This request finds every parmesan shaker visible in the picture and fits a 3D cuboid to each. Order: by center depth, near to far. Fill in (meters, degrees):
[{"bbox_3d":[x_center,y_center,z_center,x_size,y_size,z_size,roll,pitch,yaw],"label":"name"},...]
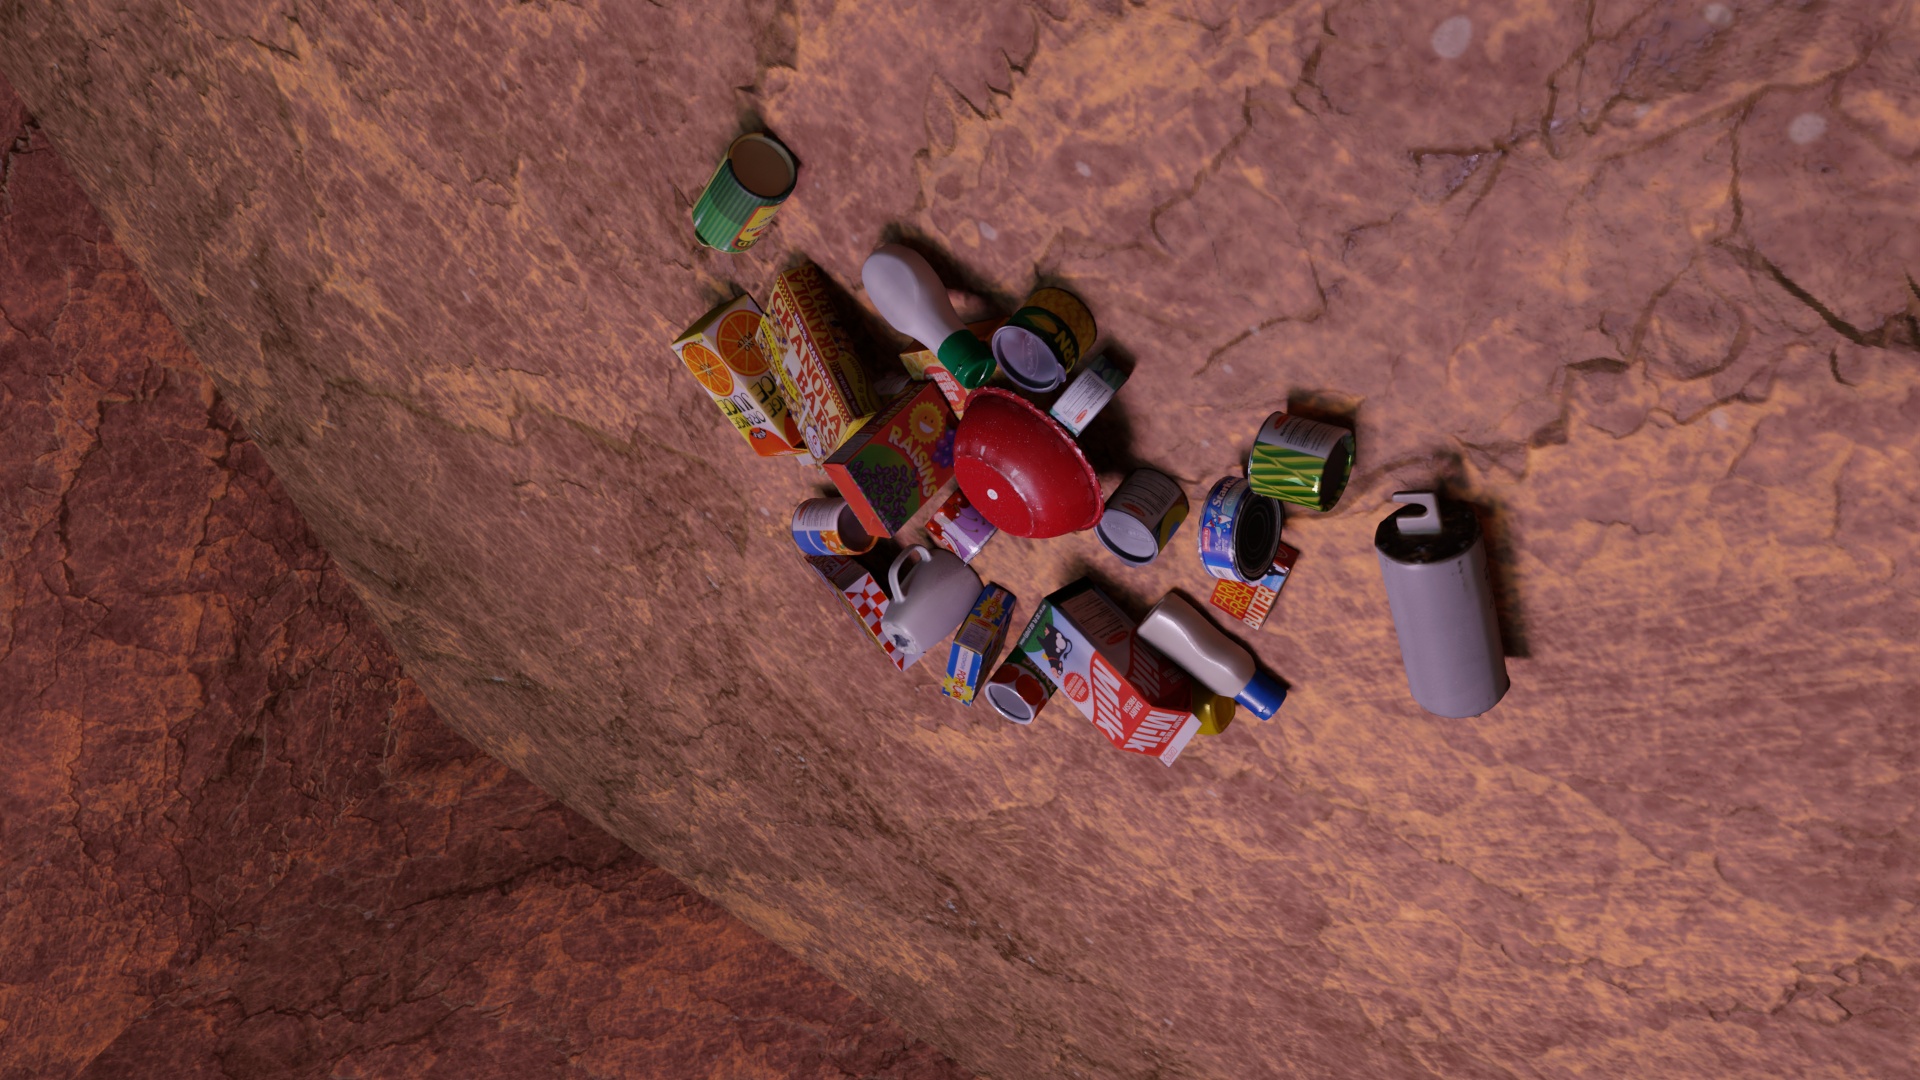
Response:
[{"bbox_3d":[-0.195,-0.307,1.240,0.071,0.071,0.102,46,149,-8],"label":"parmesan shaker"}]

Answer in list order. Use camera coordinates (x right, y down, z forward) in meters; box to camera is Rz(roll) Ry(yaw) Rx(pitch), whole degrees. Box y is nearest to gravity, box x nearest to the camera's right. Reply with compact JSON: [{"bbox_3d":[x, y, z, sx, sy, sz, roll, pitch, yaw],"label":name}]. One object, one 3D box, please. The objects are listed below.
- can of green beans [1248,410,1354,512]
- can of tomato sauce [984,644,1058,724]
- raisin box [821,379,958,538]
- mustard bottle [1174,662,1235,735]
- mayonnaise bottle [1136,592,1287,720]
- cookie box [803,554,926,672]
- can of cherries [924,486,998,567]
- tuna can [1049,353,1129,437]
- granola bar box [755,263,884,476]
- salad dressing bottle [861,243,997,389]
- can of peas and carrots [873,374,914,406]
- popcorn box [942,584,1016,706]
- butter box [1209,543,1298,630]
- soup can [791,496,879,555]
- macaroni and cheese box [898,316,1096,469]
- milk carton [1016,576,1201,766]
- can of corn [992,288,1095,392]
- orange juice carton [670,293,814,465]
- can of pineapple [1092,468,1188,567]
[{"bbox_3d":[0.259,-0.060,1.054,0.058,0.071,0.071,19,143,32],"label":"can of green beans"},{"bbox_3d":[0.076,0.149,1.517,0.071,0.083,0.070,29,148,20],"label":"can of tomato sauce"},{"bbox_3d":[-0.054,-0.074,1.252,0.040,0.124,0.086,4,133,52],"label":"raisin box"},{"bbox_3d":[0.200,0.152,1.415,0.160,0.049,0.065,11,134,40],"label":"mustard bottle"},{"bbox_3d":[0.242,0.113,1.326,0.148,0.041,0.064,38,150,3],"label":"mayonnaise bottle"},{"bbox_3d":[-0.112,0.072,1.614,0.122,0.040,0.167,56,170,-23],"label":"cookie box"},{"bbox_3d":[0.005,-0.017,1.393,0.058,0.072,0.071,41,150,0],"label":"can of cherries"},{"bbox_3d":[0.107,-0.121,1.151,0.033,0.071,0.070,42,150,1],"label":"tuna can"},{"bbox_3d":[-0.138,-0.161,1.332,0.166,0.039,0.123,64,153,13],"label":"granola bar box"},{"bbox_3d":[-0.026,-0.190,1.183,0.148,0.044,0.064,51,137,23],"label":"salad dressing bottle"},{"bbox_3d":[-0.048,-0.122,1.319,0.058,0.071,0.070,0,131,49],"label":"can of peas and carrots"},{"bbox_3d":[0.020,0.117,1.535,0.038,0.085,0.126,25,147,9],"label":"popcorn box"},{"bbox_3d":[0.257,0.034,1.221,0.053,0.024,0.103,31,149,15],"label":"butter box"},{"bbox_3d":[-0.138,-0.015,1.565,0.083,0.072,0.071,-1,130,49],"label":"soup can"},{"bbox_3d":[0.034,-0.118,1.259,0.123,0.040,0.166,-1,130,50],"label":"macaroni and cheese box"},{"bbox_3d":[0.152,0.132,1.358,0.191,0.074,0.072,45,132,21],"label":"milk carton"},{"bbox_3d":[0.071,-0.164,1.139,0.071,0.058,0.070,28,147,20],"label":"can of corn"},{"bbox_3d":[-0.204,-0.155,1.449,0.071,0.073,0.192,-8,125,52],"label":"orange juice carton"},{"bbox_3d":[0.159,-0.020,1.228,0.071,0.058,0.070,29,148,20],"label":"can of pineapple"}]
